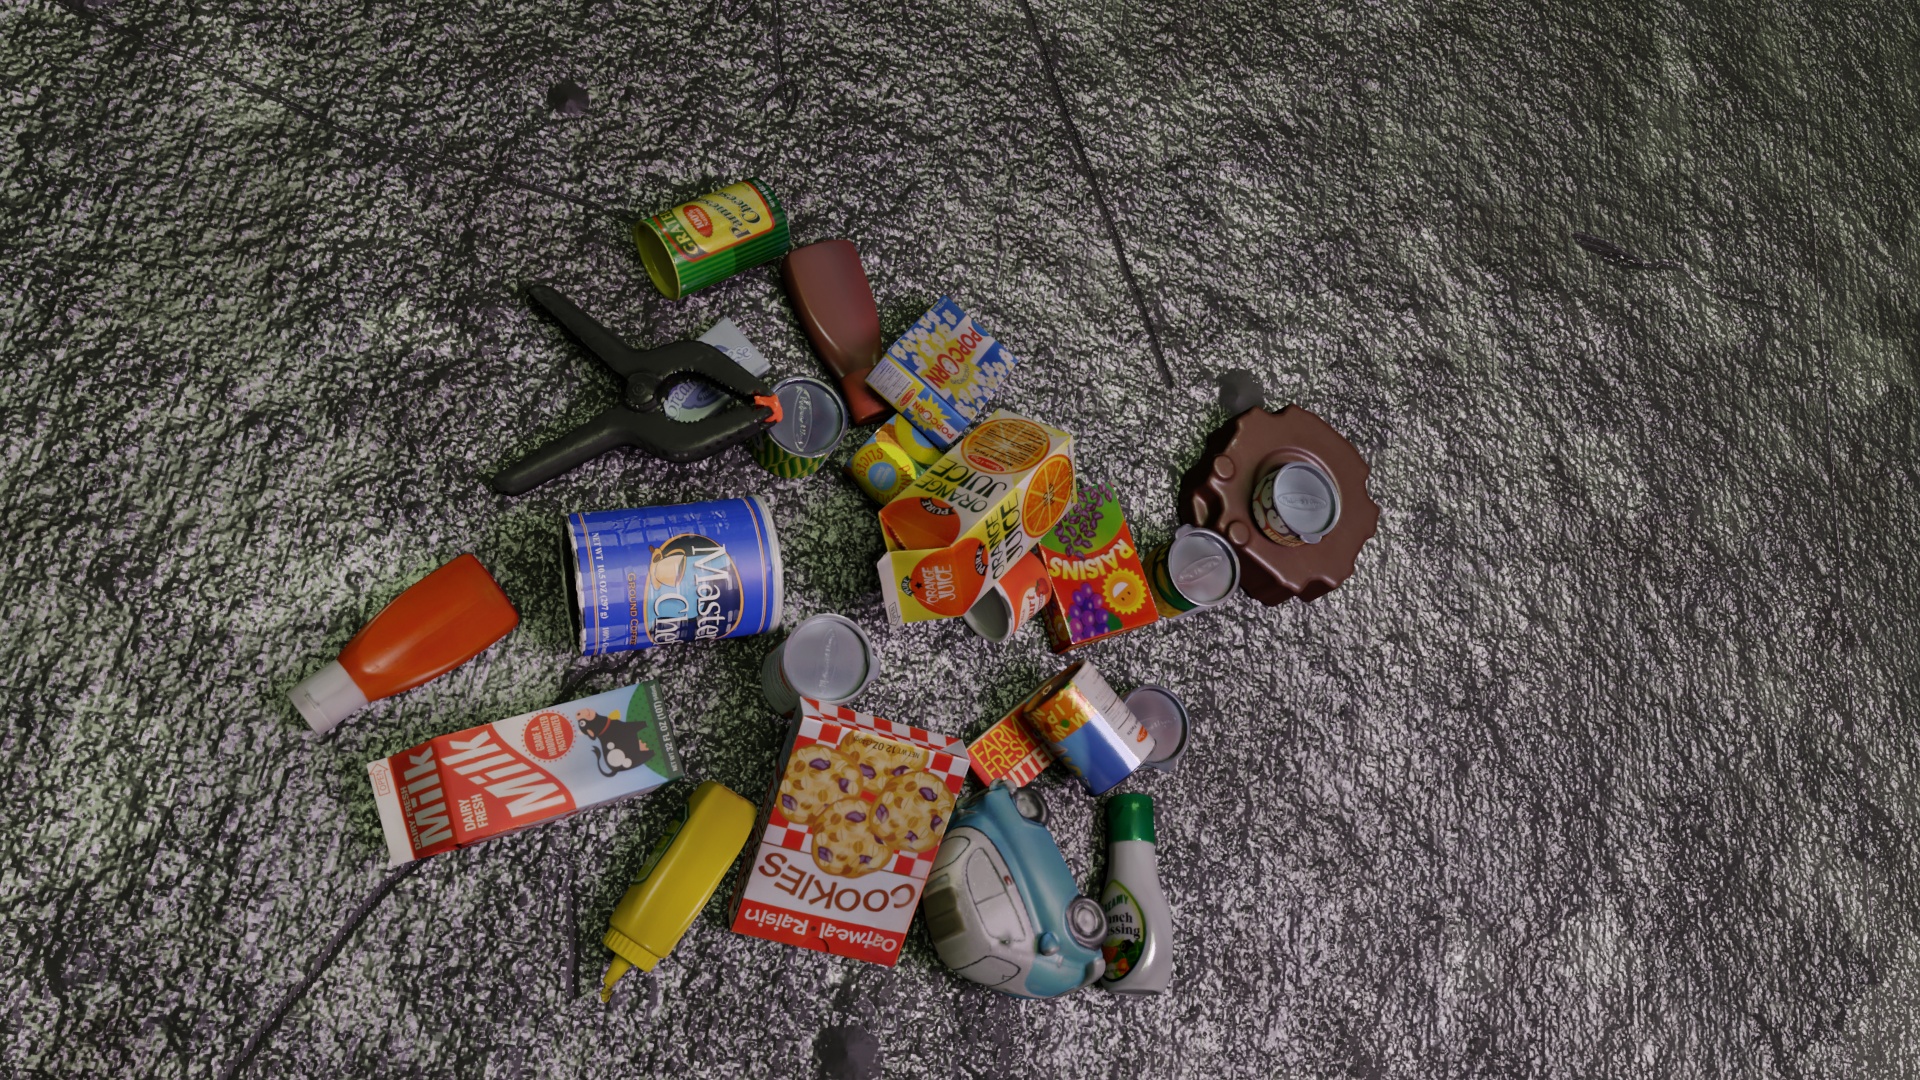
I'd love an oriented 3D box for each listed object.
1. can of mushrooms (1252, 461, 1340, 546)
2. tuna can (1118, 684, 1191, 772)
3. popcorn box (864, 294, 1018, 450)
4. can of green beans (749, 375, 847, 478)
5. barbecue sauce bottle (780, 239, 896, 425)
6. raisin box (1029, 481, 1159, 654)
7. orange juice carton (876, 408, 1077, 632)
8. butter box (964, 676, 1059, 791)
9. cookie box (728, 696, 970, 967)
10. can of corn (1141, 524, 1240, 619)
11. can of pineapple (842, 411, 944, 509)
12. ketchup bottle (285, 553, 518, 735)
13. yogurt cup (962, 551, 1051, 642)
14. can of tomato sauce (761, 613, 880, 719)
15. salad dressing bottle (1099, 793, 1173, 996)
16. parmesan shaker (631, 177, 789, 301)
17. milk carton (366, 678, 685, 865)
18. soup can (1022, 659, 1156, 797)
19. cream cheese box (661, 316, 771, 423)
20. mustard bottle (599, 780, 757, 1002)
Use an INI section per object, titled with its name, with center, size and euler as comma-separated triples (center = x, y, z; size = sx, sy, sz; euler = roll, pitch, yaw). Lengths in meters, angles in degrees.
[can of mushrooms]
center = 0.280, -0.028, 1.161
size = 0.071, 0.033, 0.071
euler = 7, 72, -22
[tuna can]
center = 0.151, 0.154, 1.121
size = 0.071, 0.032, 0.071
euler = 6, 73, -18
[popcorn box]
center = -0.014, -0.136, 1.115
size = 0.085, 0.038, 0.127
euler = 41, 36, -5
[can of green beans]
center = -0.127, -0.087, 1.077
size = 0.071, 0.057, 0.071
euler = 6, 73, -19
[barbecue sauce bottle]
center = -0.093, -0.167, 1.122
size = 0.065, 0.043, 0.148
euler = -17, 81, -26
[raisin box]
center = 0.100, 0.022, 1.139
size = 0.086, 0.040, 0.123
euler = -14, 78, -24
[orange juice carton]
center = 0.004, -0.013, 1.049
size = 0.073, 0.071, 0.193
euler = 24, 51, 31
[butter box]
center = 0.049, 0.157, 1.088
size = 0.104, 0.024, 0.053
euler = -37, 88, -26
[cookie box]
center = -0.079, 0.207, 0.974
size = 0.123, 0.040, 0.167
euler = 17, 101, -14
[can of corn]
center = 0.189, 0.026, 1.159
size = 0.071, 0.058, 0.071
euler = 6, 73, -18
[can of pineapple]
center = -0.051, -0.059, 1.091
size = 0.058, 0.070, 0.071
euler = 45, 65, -2
[ketchup bottle]
center = -0.380, 0.073, 0.945
size = 0.149, 0.043, 0.065
euler = -37, 88, -25
[yogurt cup]
center = 0.034, 0.039, 1.097
size = 0.054, 0.072, 0.072
euler = -30, 87, -33
[can of tomato sauce]
center = -0.104, 0.094, 1.018
size = 0.071, 0.083, 0.071
euler = 6, 73, -19
[salad dressing bottle]
center = 0.132, 0.271, 1.067
size = 0.044, 0.064, 0.148
euler = 20, 59, -34
[parmesan shaker]
center = -0.196, -0.240, 1.094
size = 0.103, 0.071, 0.071
euler = -30, 86, -25
[milk carton]
center = -0.291, 0.156, 0.936
size = 0.191, 0.073, 0.072
euler = -15, 80, -23
[soup can]
center = 0.096, 0.144, 1.060
size = 0.071, 0.071, 0.084
euler = -41, 92, -25
[cream cheese box]
center = -0.202, -0.123, 1.079
size = 0.053, 0.024, 0.104
euler = 46, 65, 0
[mustard bottle]
center = -0.201, 0.242, 0.951
size = 0.049, 0.065, 0.161
euler = 37, 69, -11
